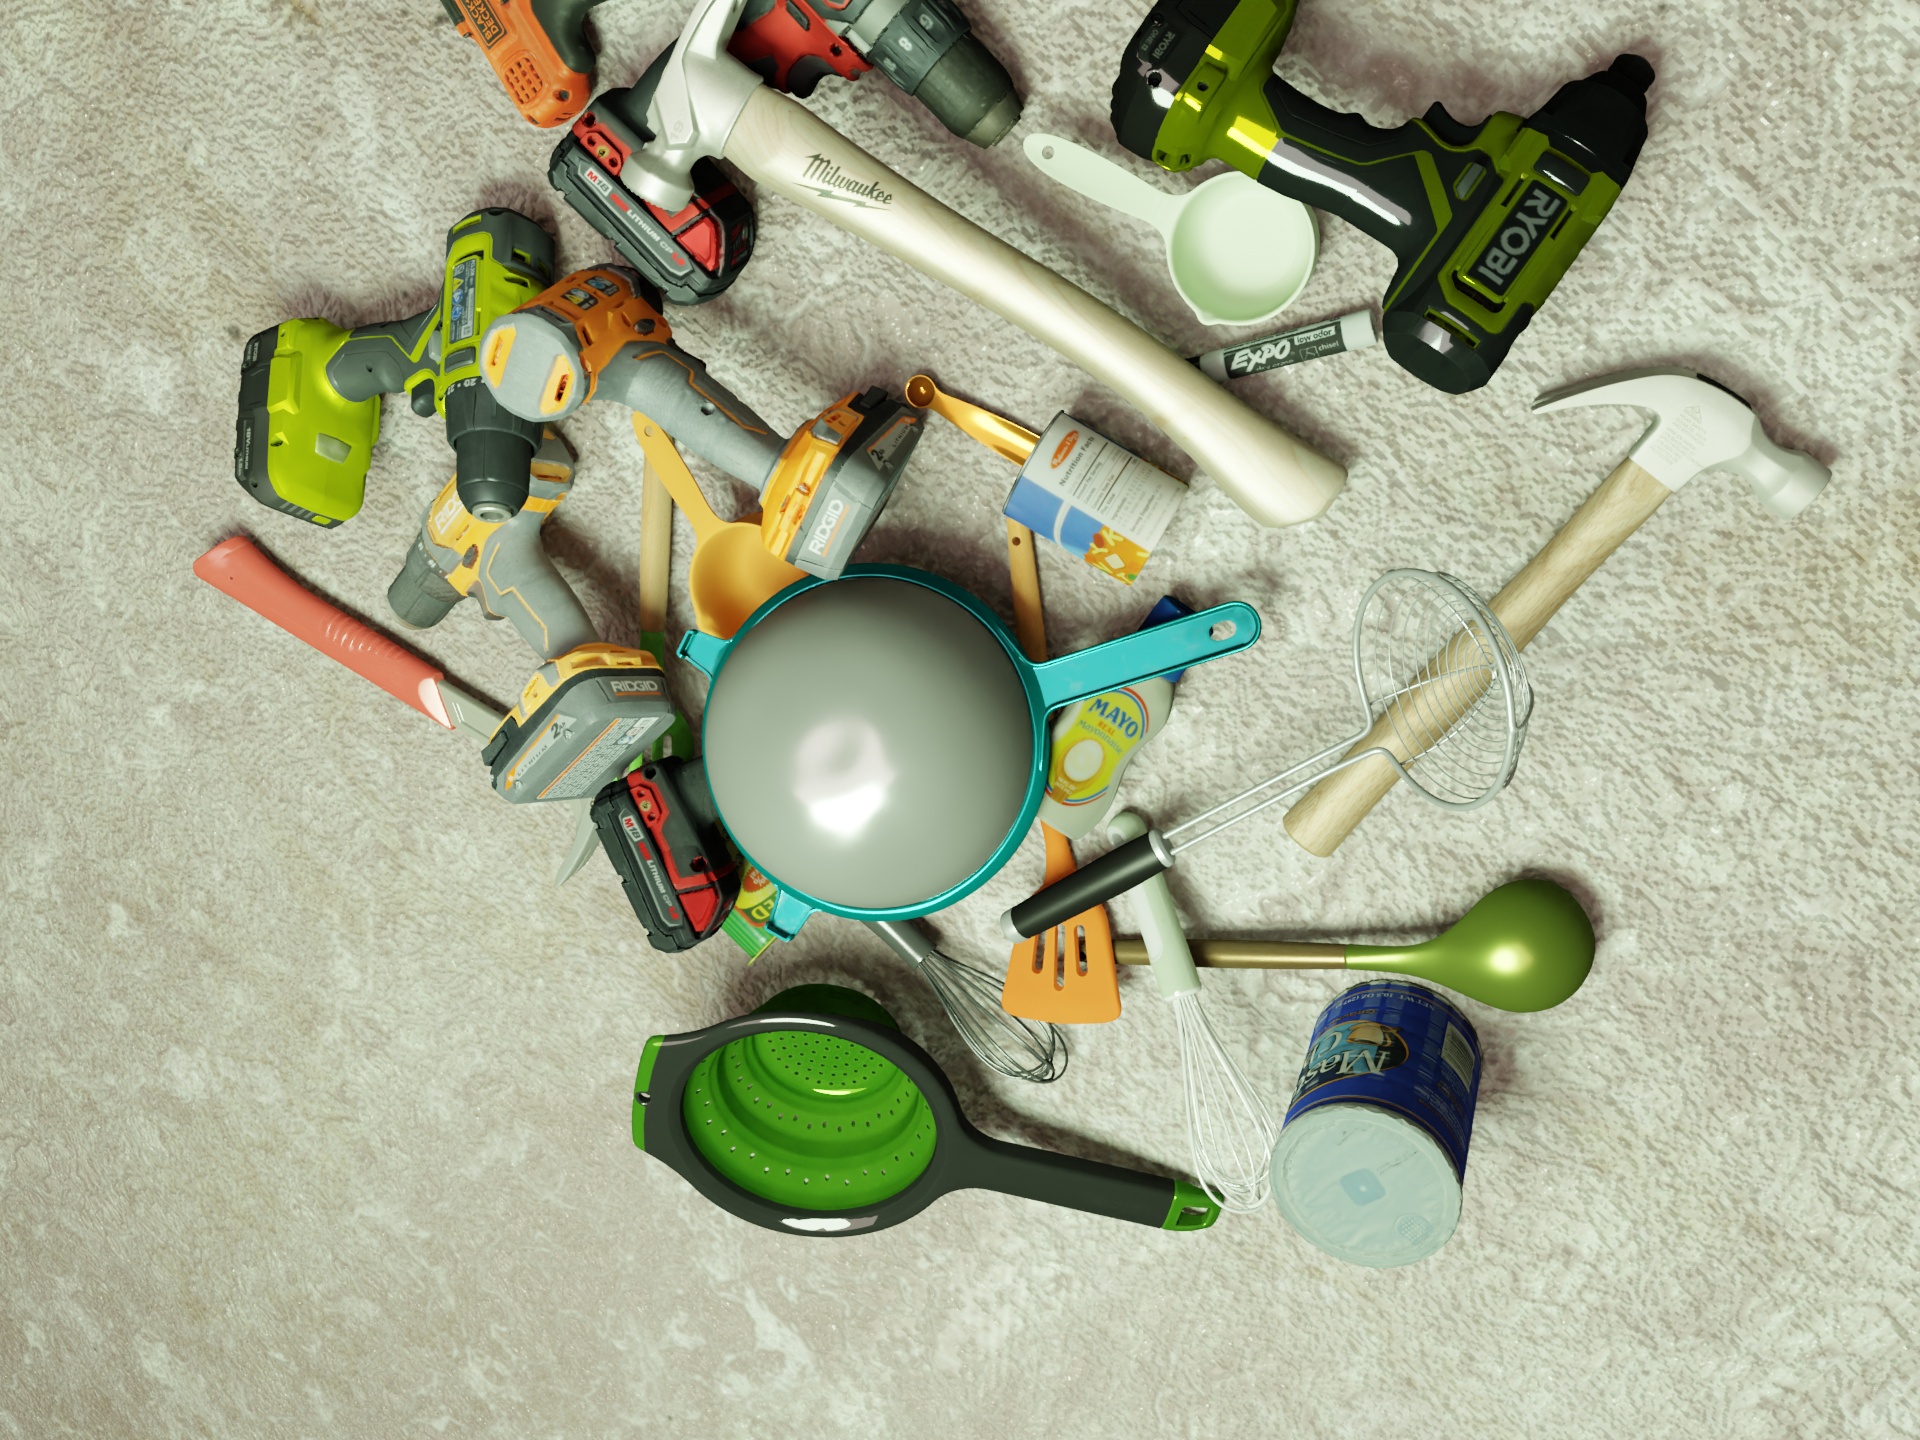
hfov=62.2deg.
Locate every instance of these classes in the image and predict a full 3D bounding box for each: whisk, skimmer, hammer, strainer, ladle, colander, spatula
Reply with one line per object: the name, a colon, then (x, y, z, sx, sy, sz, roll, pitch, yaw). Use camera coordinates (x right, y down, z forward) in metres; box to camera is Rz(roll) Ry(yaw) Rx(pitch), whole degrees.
whisk: (-0.022, 0.154, 1.058, 0.239, 0.055, 0.055, 43, 121, 8)
skimmer: (0.145, 0.044, 0.874, 0.363, 0.090, 0.127, -32, 70, 31)
hammer: (-0.404, -0.024, 1.152, 0.359, 0.037, 0.149, 29, 119, 9)
hammer: (0.284, -0.046, 0.850, 0.130, 0.031, 0.331, 39, 121, 4)
strainer: (-0.001, -0.003, 0.878, 0.340, 0.095, 0.211, -18, 90, 14)
ladle: (0.211, 0.136, 0.957, 0.320, 0.062, 0.078, -4, 110, 32)
colander: (-0.017, 0.266, 1.084, 0.397, 0.095, 0.204, 13, 122, -2)
hammer: (0.030, -0.235, 0.829, 0.410, 0.038, 0.146, 32, 116, -5)
whisk: (0.135, 0.172, 0.953, 0.058, 0.059, 0.246, -40, 65, 59)
spatula: (0.050, 0.034, 0.978, 0.081, 0.041, 0.322, 0, 110, 22)

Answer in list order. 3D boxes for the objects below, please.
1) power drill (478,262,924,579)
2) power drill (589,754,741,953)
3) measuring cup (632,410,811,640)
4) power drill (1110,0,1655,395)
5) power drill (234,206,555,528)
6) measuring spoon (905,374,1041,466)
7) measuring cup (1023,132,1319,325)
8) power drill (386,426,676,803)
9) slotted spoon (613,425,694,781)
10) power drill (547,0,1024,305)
power drill: (-0.140, -0.186, 0.917, 0.226, 0.164, 0.084, 29, 123, -3)
power drill: (-0.104, 0.055, 0.997, 0.219, 0.078, 0.143, -25, 91, 6)
measuring cup: (-0.142, -0.122, 0.991, 0.095, 0.052, 0.173, -30, 95, 30)
power drill: (0.199, -0.284, 0.748, 0.223, 0.080, 0.171, 35, 90, 5)
power drill: (-0.348, -0.198, 0.995, 0.228, 0.080, 0.191, -11, 72, 29)
measuring spoon: (0.020, -0.169, 0.928, 0.117, 0.011, 0.021, 29, 114, 6)
measuring cup: (0.110, -0.268, 0.832, 0.167, 0.038, 0.083, 31, 119, 11)
power drill: (-0.293, -0.056, 1.036, 0.185, 0.084, 0.226, -39, 69, 32)
slotted spoon: (-0.202, -0.084, 1.039, 0.070, 0.031, 0.313, -1, 112, -20)
power drill: (-0.095, -0.331, 0.868, 0.187, 0.080, 0.226, 43, 118, -12)
